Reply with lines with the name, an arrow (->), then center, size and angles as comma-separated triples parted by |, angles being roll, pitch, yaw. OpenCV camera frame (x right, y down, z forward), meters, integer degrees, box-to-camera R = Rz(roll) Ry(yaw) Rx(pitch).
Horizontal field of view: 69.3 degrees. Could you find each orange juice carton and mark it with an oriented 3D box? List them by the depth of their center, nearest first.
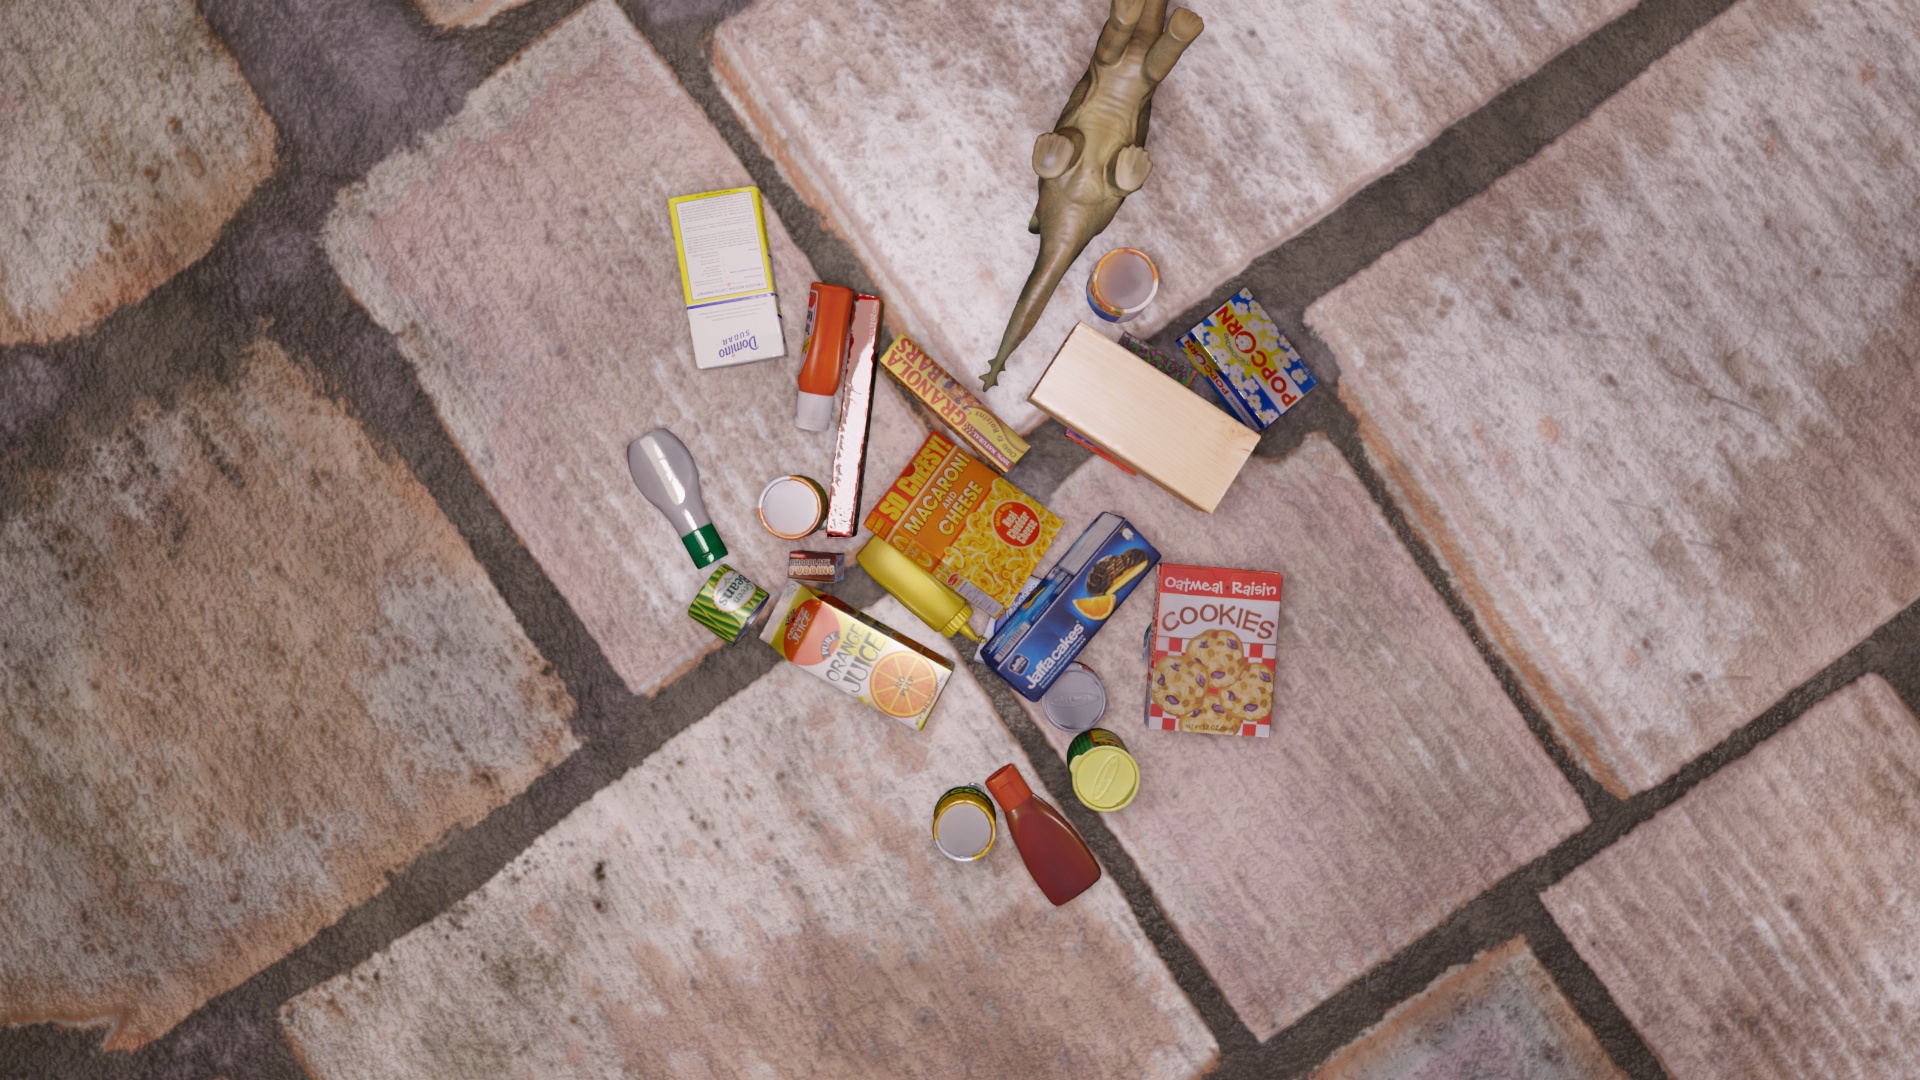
orange juice carton -> -0.106, 0.115, 1.421 | 0.193, 0.073, 0.071 | 28, 93, 0

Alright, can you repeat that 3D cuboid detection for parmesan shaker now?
parmesan shaker -> 0.140, 0.229, 1.408 | 0.071, 0.103, 0.071 | 0, 93, 0

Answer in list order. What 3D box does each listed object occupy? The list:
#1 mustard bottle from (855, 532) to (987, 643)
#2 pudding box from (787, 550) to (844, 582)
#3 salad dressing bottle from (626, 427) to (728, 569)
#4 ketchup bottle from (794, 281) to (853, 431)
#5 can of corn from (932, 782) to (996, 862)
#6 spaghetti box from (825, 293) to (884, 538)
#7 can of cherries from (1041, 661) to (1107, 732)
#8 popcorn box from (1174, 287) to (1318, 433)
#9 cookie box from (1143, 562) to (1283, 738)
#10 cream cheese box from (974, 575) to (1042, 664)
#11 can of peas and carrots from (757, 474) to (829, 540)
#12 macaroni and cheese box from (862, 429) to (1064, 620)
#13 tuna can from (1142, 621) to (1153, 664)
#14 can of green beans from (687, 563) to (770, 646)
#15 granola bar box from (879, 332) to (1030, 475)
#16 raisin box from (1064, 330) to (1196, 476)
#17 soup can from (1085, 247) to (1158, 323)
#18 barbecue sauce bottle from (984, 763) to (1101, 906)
mustard bottle -> -0.036, 0.054, 1.422 | 0.160, 0.065, 0.048 | 43, 99, -1
pudding box -> -0.146, 0.026, 1.414 | 0.050, 0.083, 0.030 | 4, 90, 1
salad dressing bottle -> -0.290, -0.042, 1.433 | 0.064, 0.044, 0.147 | -28, 93, 0
ketchup bottle -> -0.141, -0.187, 1.418 | 0.043, 0.065, 0.148 | 7, 101, -13
can of corn -> 0.005, 0.290, 1.434 | 0.071, 0.058, 0.071 | 0, 93, 1
spaghetti box -> -0.108, -0.125, 1.424 | 0.029, 0.050, 0.249 | 7, 92, 2
can of cherries -> 0.116, 0.157, 1.428 | 0.071, 0.058, 0.071 | 0, 92, 2
popcorn box -> 0.291, -0.181, 1.409 | 0.085, 0.038, 0.126 | -38, 91, -20
cookie box -> 0.254, 0.109, 1.399 | 0.123, 0.040, 0.167 | 4, 93, -1
cream cheese box -> 0.056, 0.084, 1.443 | 0.053, 0.024, 0.103 | 21, 92, 0
can of peas and carrots -> -0.169, -0.033, 1.424 | 0.071, 0.059, 0.071 | 0, 93, 1
macaroni and cheese box -> 0.005, -0.018, 1.403 | 0.166, 0.040, 0.124 | 35, 59, -1
tuna can -> 0.221, 0.108, 1.437 | 0.071, 0.033, 0.071 | 0, 92, 1
can of green beans -> -0.238, 0.066, 1.425 | 0.058, 0.071, 0.071 | 35, 92, 0
granola bar box -> -0.006, -0.132, 1.386 | 0.165, 0.124, 0.039 | 41, 91, -1
raisin box -> 0.173, -0.140, 1.426 | 0.086, 0.040, 0.123 | 30, 93, -1
soup can -> 0.160, -0.259, 1.399 | 0.071, 0.084, 0.071 | 0, 92, 1
barbecue sauce bottle -> 0.081, 0.302, 1.441 | 0.065, 0.043, 0.148 | -34, 91, 2
